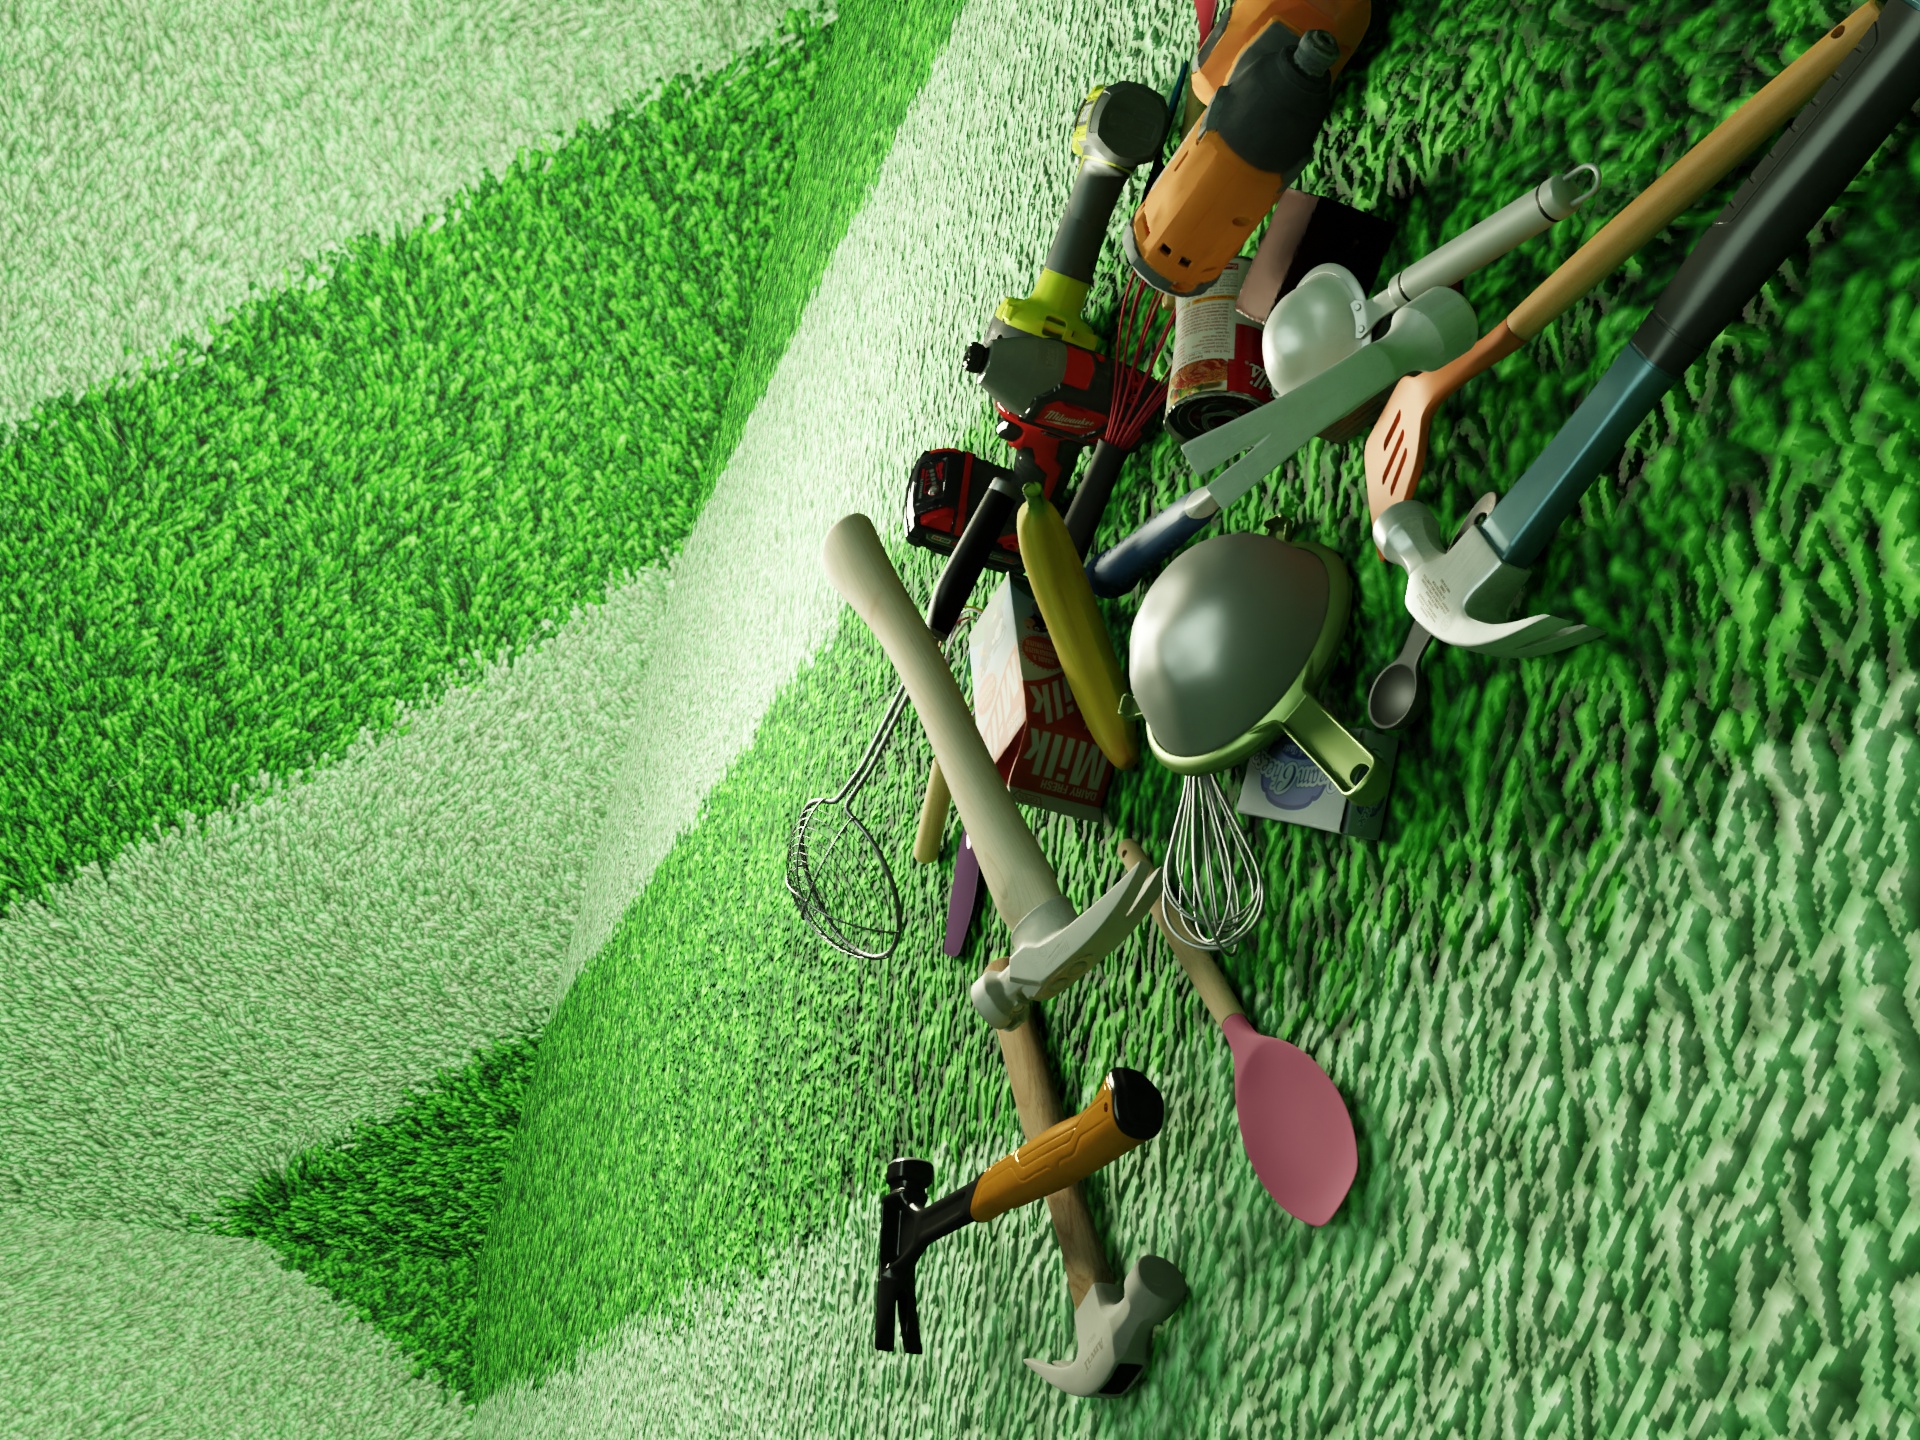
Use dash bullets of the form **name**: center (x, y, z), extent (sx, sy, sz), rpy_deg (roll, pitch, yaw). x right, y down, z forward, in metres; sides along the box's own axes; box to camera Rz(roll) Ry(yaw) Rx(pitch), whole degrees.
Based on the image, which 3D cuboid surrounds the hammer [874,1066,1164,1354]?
- **hammer**: center (0.026, 0.289, 0.962), extent (0.336, 0.034, 0.127), rpy_deg (131, 149, -50)

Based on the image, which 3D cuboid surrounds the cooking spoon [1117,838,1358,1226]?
- **cooking spoon**: center (0.140, 0.149, 0.865), extent (0.068, 0.017, 0.319), rpy_deg (-66, 23, 20)

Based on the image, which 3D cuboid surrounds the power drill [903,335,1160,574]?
- **power drill**: center (0.040, -0.204, 1.190), extent (0.219, 0.143, 0.079), rpy_deg (133, 148, -57)

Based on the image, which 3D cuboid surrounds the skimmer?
- **skimmer**: center (-0.027, 0.000, 1.171), extent (0.127, 0.090, 0.363), rpy_deg (26, 90, 46)

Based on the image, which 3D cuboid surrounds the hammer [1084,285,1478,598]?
- **hammer**: center (0.135, -0.124, 0.896), extent (0.035, 0.144, 0.405), rpy_deg (57, 167, 1)

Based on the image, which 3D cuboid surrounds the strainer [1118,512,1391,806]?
- **strainer**: center (0.146, -0.029, 0.827), extent (0.151, 0.069, 0.257), rpy_deg (-52, 22, 12)

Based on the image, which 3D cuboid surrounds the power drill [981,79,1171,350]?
- **power drill**: center (0.091, -0.382, 1.247), extent (0.171, 0.080, 0.223), rpy_deg (-100, 29, -71)

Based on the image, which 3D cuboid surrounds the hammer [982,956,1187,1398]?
- **hammer**: center (0.056, 0.269, 0.993), extent (0.332, 0.031, 0.130), rpy_deg (-109, 38, -57)

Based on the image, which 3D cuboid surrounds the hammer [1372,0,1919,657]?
- **hammer**: center (0.288, -0.158, 0.641), extent (0.330, 0.033, 0.128), rpy_deg (-59, 31, 35)

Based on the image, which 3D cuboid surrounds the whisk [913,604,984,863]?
- **whisk**: center (-0.010, 0.013, 1.279), extent (0.051, 0.047, 0.244), rpy_deg (-97, 17, -57)

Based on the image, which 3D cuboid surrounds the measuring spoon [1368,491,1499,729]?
- **measuring spoon**: center (0.233, -0.050, 0.764), extent (0.124, 0.018, 0.034), rpy_deg (-66, 23, 8)

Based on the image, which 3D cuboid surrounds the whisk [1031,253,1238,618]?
- **whisk**: center (0.112, -0.204, 1.078), extent (0.295, 0.073, 0.073), rpy_deg (-67, 22, 13)

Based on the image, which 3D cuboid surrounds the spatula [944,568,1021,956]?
- **spatula**: center (0.020, 0.030, 1.266), extent (0.060, 0.018, 0.316), rpy_deg (160, 121, -71)

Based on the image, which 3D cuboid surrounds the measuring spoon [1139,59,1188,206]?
- **measuring spoon**: center (0.161, -0.436, 1.198), extent (0.042, 0.021, 0.128), rpy_deg (154, 132, -81)

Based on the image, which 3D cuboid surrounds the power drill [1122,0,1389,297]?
- **power drill**: center (0.179, -0.366, 0.918), extent (0.164, 0.084, 0.227), rpy_deg (-49, 13, 52)

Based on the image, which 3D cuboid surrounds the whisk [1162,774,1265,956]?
- **whisk**: center (0.139, 0.028, 0.919), extent (0.058, 0.059, 0.247), rpy_deg (-20, 45, 22)

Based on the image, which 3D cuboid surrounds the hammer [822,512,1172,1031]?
- **hammer**: center (-0.002, -0.003, 1.060), extent (0.146, 0.038, 0.411), rpy_deg (-45, 50, 23)

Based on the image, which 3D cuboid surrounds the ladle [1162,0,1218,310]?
- **ladle**: center (0.173, -0.449, 1.165), extent (0.069, 0.031, 0.315), rpy_deg (153, 127, -75)

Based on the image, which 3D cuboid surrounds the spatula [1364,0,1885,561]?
- **spatula**: center (0.278, -0.191, 0.721), extent (0.322, 0.041, 0.081), rpy_deg (-44, 36, 49)

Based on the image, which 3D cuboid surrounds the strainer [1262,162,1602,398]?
- **strainer**: center (0.218, -0.215, 0.799), extent (0.258, 0.050, 0.087), rpy_deg (-22, 73, 61)
